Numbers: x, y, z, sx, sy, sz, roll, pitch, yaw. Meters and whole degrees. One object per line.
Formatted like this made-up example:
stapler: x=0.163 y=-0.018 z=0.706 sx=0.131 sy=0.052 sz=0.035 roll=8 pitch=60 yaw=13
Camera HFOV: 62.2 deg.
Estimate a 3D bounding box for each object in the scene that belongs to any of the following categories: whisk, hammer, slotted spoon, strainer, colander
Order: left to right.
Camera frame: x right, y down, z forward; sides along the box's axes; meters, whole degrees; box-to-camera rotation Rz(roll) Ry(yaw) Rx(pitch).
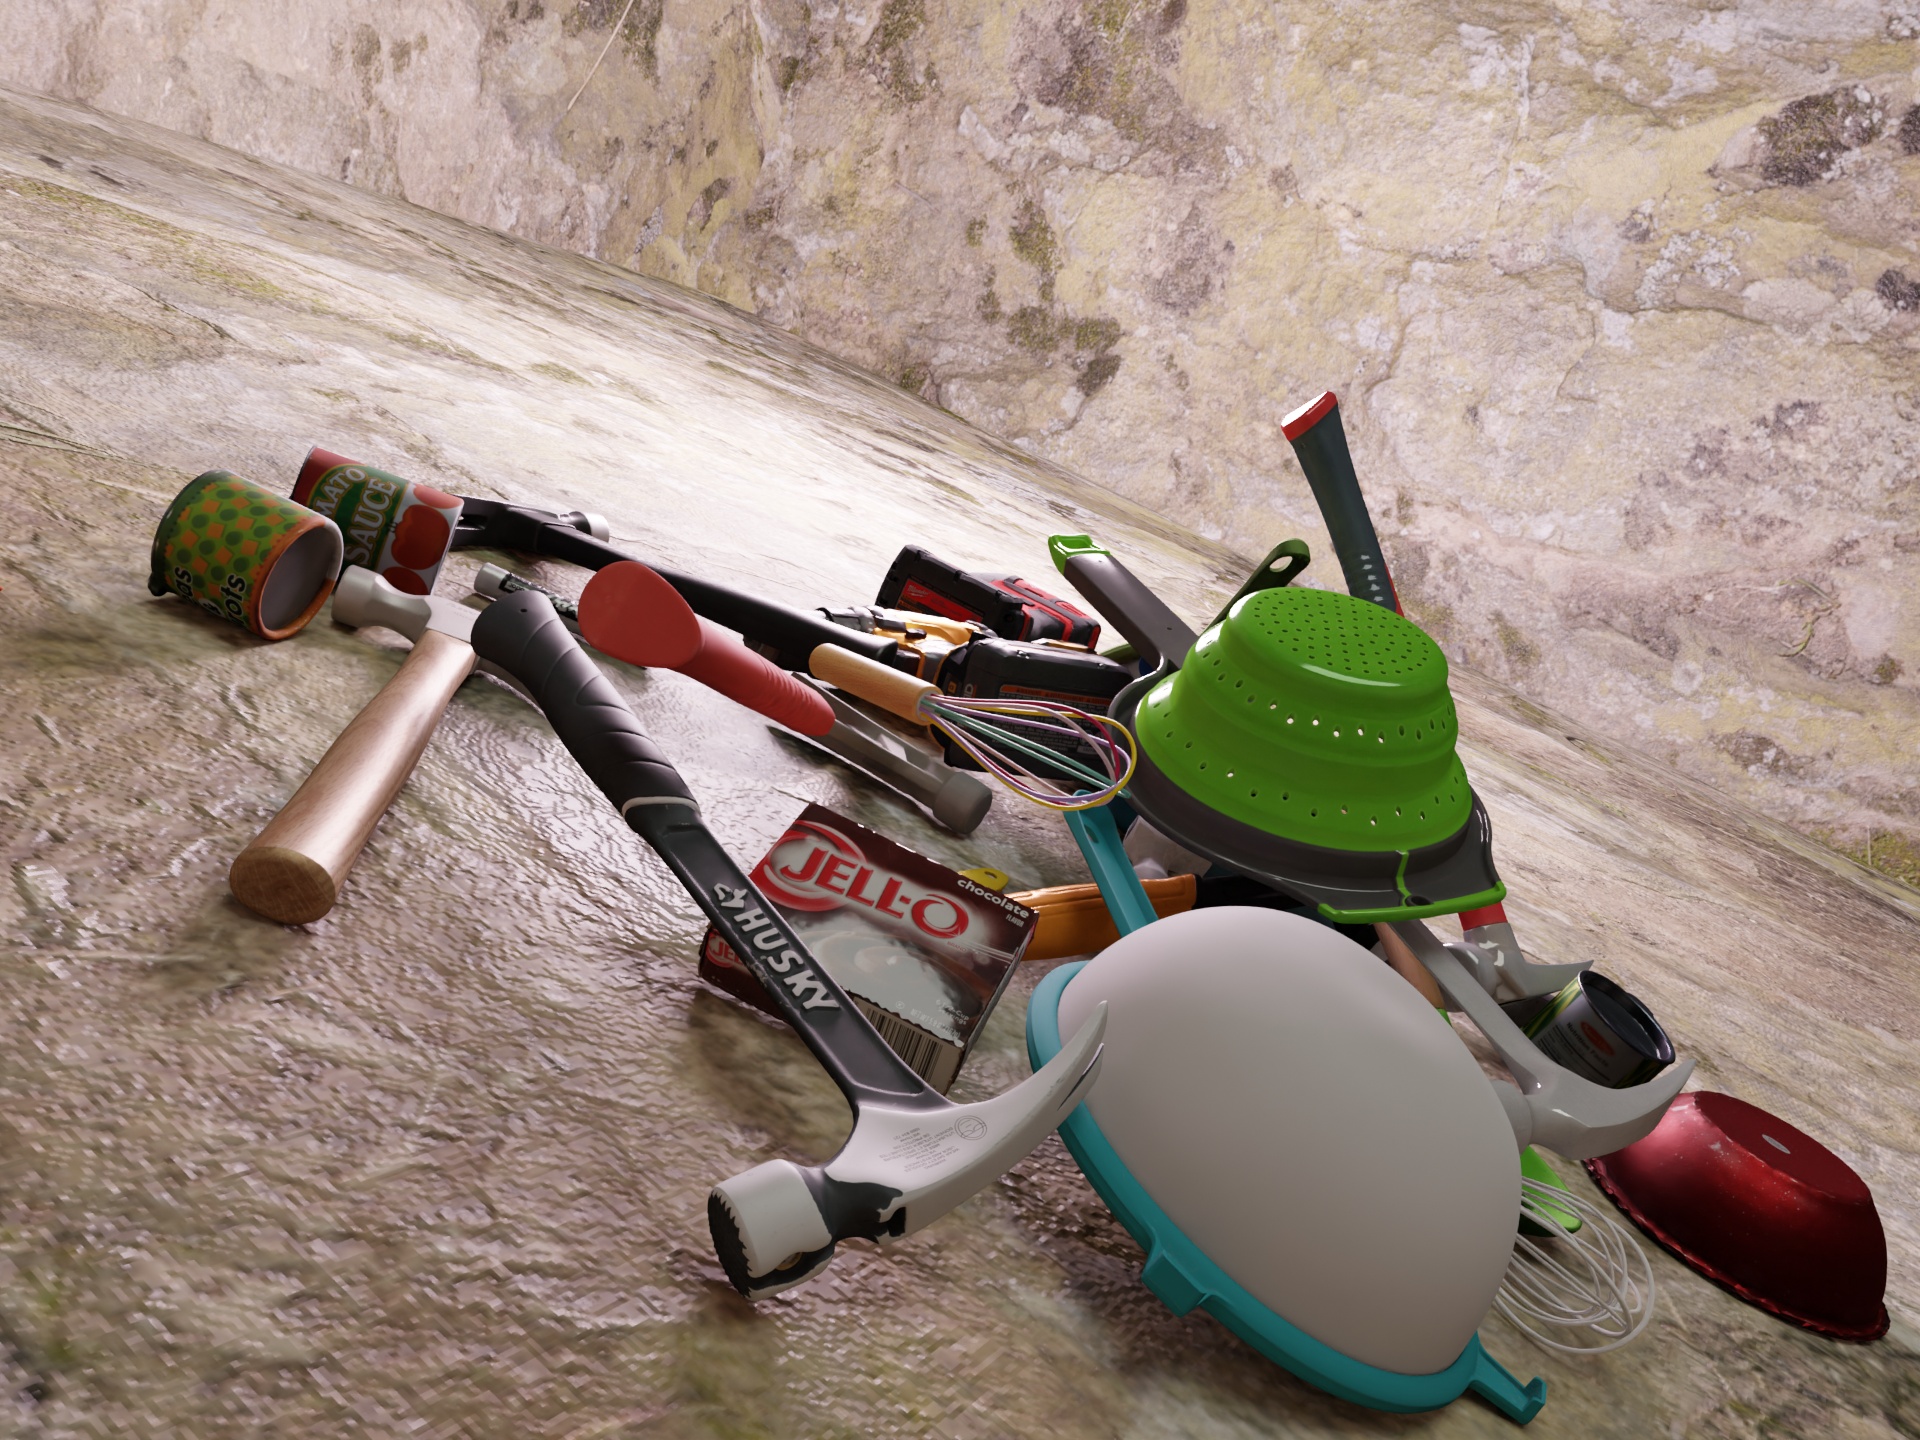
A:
hammer: x=-0.245 y=0.004 z=0.696 sx=0.130 sy=0.031 sz=0.331 roll=20 pitch=16 yaw=-13
hammer: x=-0.176 y=-0.082 z=0.987 sx=0.335 sy=0.035 sz=0.146 roll=22 pitch=12 yaw=30
hammer: x=-0.104 y=0.044 z=0.624 sx=0.149 sy=0.036 sz=0.409 roll=-17 pitch=37 yaw=-28
hammer: x=-0.092 y=-0.014 z=0.773 sx=0.149 sy=0.037 sz=0.358 roll=30 pitch=-2 yaw=19
whisk: x=0.000 y=-0.004 z=0.805 sx=0.051 sy=0.047 sz=0.245 roll=15 pitch=6 yaw=-42
hammer: x=0.097 y=0.089 z=0.813 sx=0.336 sy=0.034 sz=0.127 roll=-3 pitch=49 yaw=-43
strainer: x=0.157 y=-0.015 z=1.033 sx=0.151 sy=0.256 sz=0.069 roll=11 pitch=52 yaw=-20
colander: x=0.149 y=-0.046 z=0.867 sx=0.204 sy=0.094 sz=0.398 roll=-4 pitch=32 yaw=-24
strainer: x=0.120 y=0.105 z=0.647 sx=0.210 sy=0.095 sz=0.341 roll=27 pitch=22 yaw=-28
hammer: x=0.203 y=0.071 z=0.823 sx=0.144 sy=0.035 sz=0.406 roll=5 pitch=30 yaw=-26
hammer: x=0.249 y=0.130 z=0.949 sx=0.331 sy=0.033 sz=0.128 roll=26 pitch=37 yaw=-6
whisk: x=0.191 y=0.187 z=0.703 sx=0.247 sy=0.059 sz=0.057 roll=34 pitch=-20 yaw=45
hammer: x=0.275 y=-0.020 z=0.958 sx=0.143 sy=0.038 sz=0.387 roll=4 pitch=66 yaw=-44
slotted spoon: x=0.237 y=0.135 z=0.820 sx=0.070 sy=0.031 sz=0.314 roll=21 pitch=32 yaw=-21

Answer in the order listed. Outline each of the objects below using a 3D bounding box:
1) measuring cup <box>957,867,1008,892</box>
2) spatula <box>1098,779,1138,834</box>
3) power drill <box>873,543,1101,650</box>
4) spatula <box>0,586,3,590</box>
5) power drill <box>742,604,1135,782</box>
measuring cup: x=-0.014 y=0.077 z=0.785 sx=0.062 sy=0.029 sz=0.156 roll=31 pitch=19 yaw=26
spatula: x=0.225 y=0.109 z=1.007 sx=0.317 sy=0.044 sz=0.082 roll=25 pitch=35 yaw=-2
power drill: x=0.020 y=-0.088 z=1.315 sx=0.143 sy=0.078 sz=0.219 roll=29 pitch=13 yaw=19
spatula: x=-0.449 y=-0.031 z=0.537 sx=0.081 sy=0.041 sz=0.323 roll=21 pitch=19 yaw=-7
power drill: x=-0.019 y=-0.029 z=1.012 sx=0.185 sy=0.084 sz=0.226 roll=7 pitch=10 yaw=-32
